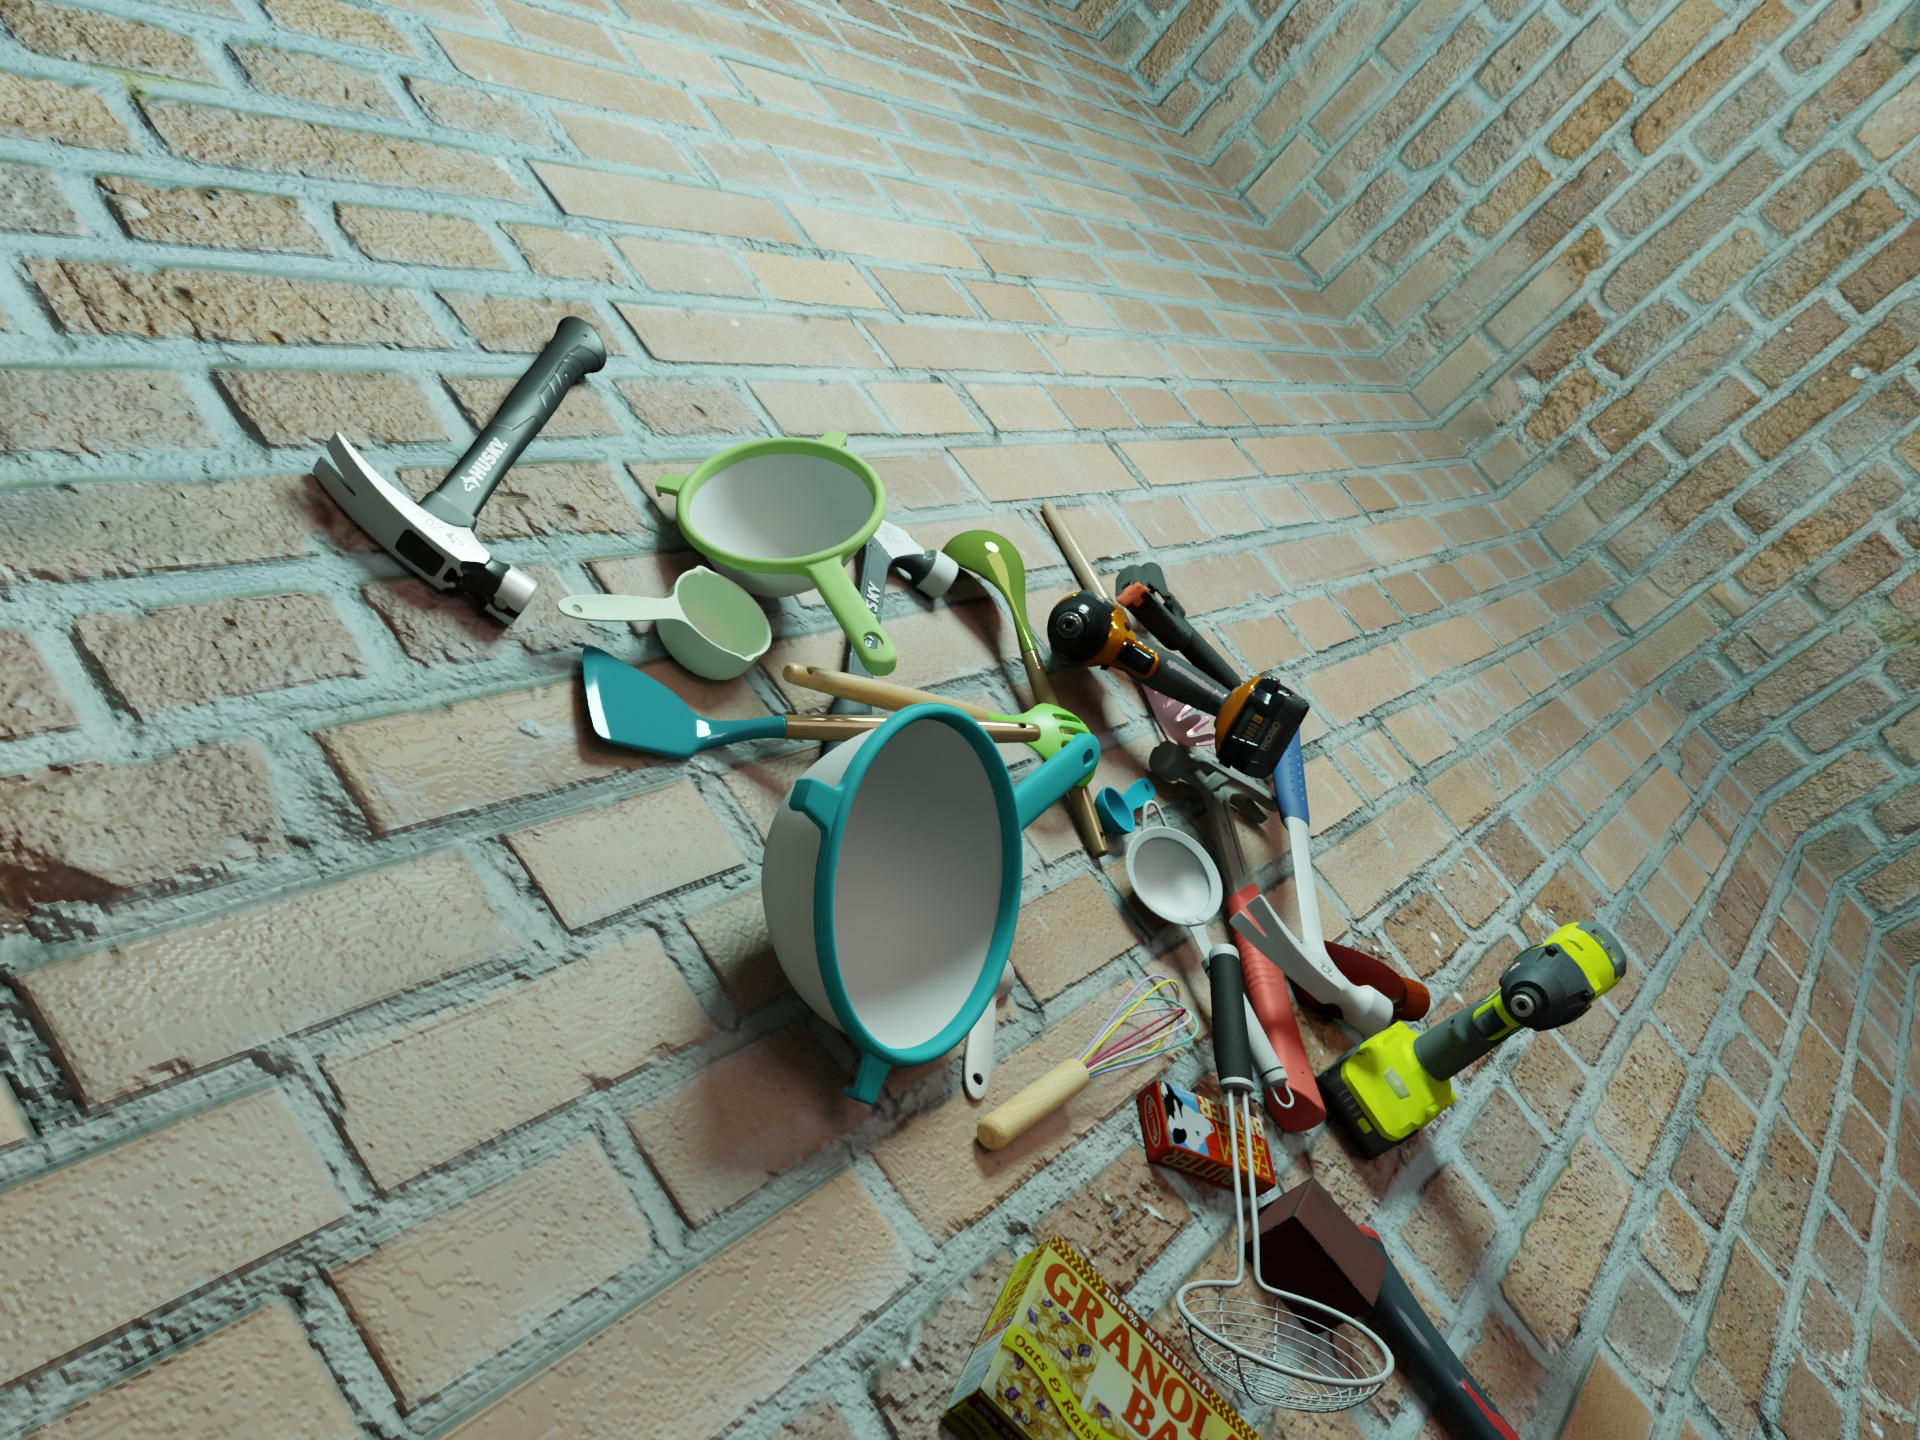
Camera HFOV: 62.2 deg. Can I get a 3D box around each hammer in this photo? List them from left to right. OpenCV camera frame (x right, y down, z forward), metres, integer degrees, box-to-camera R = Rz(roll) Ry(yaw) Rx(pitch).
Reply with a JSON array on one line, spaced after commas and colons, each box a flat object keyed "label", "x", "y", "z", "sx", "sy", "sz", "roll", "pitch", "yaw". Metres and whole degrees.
[{"label": "hammer", "x": -0.310, "y": -0.199, "z": 1.076, "sx": 0.146, "sy": 0.035, "sz": 0.335, "roll": 35, "pitch": 32, "yaw": -18}, {"label": "hammer", "x": -0.078, "y": -0.035, "z": 1.161, "sx": 0.149, "sy": 0.036, "sz": 0.409, "roll": 31, "pitch": 34, "yaw": -20}, {"label": "hammer", "x": 0.243, "y": 0.172, "z": 1.299, "sx": 0.149, "sy": 0.036, "sz": 0.359, "roll": 28, "pitch": 35, "yaw": -30}, {"label": "hammer", "x": 0.286, "y": 0.093, "z": 1.369, "sx": 0.144, "sy": 0.035, "sz": 0.406, "roll": 36, "pitch": 28, "yaw": -15}, {"label": "hammer", "x": 0.369, "y": 0.511, "z": 1.052, "sx": 0.386, "sy": 0.038, "sz": 0.143, "roll": 52, "pitch": 33, "yaw": 11}]

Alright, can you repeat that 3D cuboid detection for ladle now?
[{"label": "ladle", "x": 0.056, "y": -0.026, "z": 1.316, "sx": 0.078, "sy": 0.062, "sz": 0.320, "roll": 19, "pitch": 46, "yaw": -51}]

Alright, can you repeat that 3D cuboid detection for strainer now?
[{"label": "strainer", "x": -0.106, "y": -0.102, "z": 1.130, "sx": 0.151, "sy": 0.069, "sz": 0.257, "roll": -19, "pitch": 51, "yaw": -19}, {"label": "strainer", "x": -0.021, "y": 0.073, "z": 0.998, "sx": 0.340, "sy": 0.095, "sz": 0.211, "roll": -34, "pitch": 120, "yaw": -54}, {"label": "strainer", "x": 0.187, "y": 0.179, "z": 1.207, "sx": 0.086, "sy": 0.050, "sz": 0.259, "roll": -4, "pitch": 53, "yaw": -31}]

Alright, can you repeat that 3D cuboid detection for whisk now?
[{"label": "whisk", "x": 0.088, "y": 0.229, "z": 1.048, "sx": 0.051, "sy": 0.047, "sz": 0.245, "roll": 44, "pitch": 33, "yaw": 20}]

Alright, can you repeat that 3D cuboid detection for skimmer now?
[{"label": "skimmer", "x": 0.194, "y": 0.270, "z": 1.023, "sx": 0.127, "sy": 0.090, "sz": 0.364, "roll": 13, "pitch": 41, "yaw": -7}]

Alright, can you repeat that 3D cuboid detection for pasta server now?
[{"label": "pasta server", "x": 0.154, "y": -0.096, "z": 1.507, "sx": 0.060, "sy": 0.040, "sz": 0.317, "roll": 31, "pitch": 27, "yaw": -57}]

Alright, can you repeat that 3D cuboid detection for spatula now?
[{"label": "spatula", "x": -0.089, "y": -0.002, "z": 1.047, "sx": 0.317, "sy": 0.044, "sz": 0.082, "roll": 1, "pitch": 44, "yaw": -22}]

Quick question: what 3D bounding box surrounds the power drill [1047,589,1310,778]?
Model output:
[{"label": "power drill", "x": 0.175, "y": -0.037, "z": 1.339, "sx": 0.226, "sy": 0.084, "sz": 0.164, "roll": 30, "pitch": 8, "yaw": 13}]

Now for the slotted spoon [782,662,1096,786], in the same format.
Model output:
[{"label": "slotted spoon", "x": -0.002, "y": -0.004, "z": 1.160, "sx": 0.313, "sy": 0.031, "sz": 0.070, "roll": 14, "pitch": 50, "yaw": -42}]

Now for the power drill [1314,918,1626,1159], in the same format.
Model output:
[{"label": "power drill", "x": 0.385, "y": 0.239, "z": 1.207, "sx": 0.171, "sy": 0.223, "sz": 0.080, "roll": -8, "pitch": 59, "yaw": -53}]

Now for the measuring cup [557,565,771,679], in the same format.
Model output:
[{"label": "measuring cup", "x": -0.200, "y": -0.061, "z": 1.046, "sx": 0.167, "sy": 0.038, "sz": 0.083, "roll": -1, "pitch": 54, "yaw": -48}]

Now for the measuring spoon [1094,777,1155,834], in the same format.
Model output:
[{"label": "measuring spoon", "x": 0.136, "y": 0.069, "z": 1.318, "sx": 0.042, "sy": 0.021, "sz": 0.128, "roll": 58, "pitch": 23, "yaw": 4}]

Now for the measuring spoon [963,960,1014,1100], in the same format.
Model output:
[{"label": "measuring spoon", "x": 0.019, "y": 0.193, "z": 1.024, "sx": 0.034, "sy": 0.018, "sz": 0.124, "roll": 35, "pitch": 33, "yaw": -17}]
